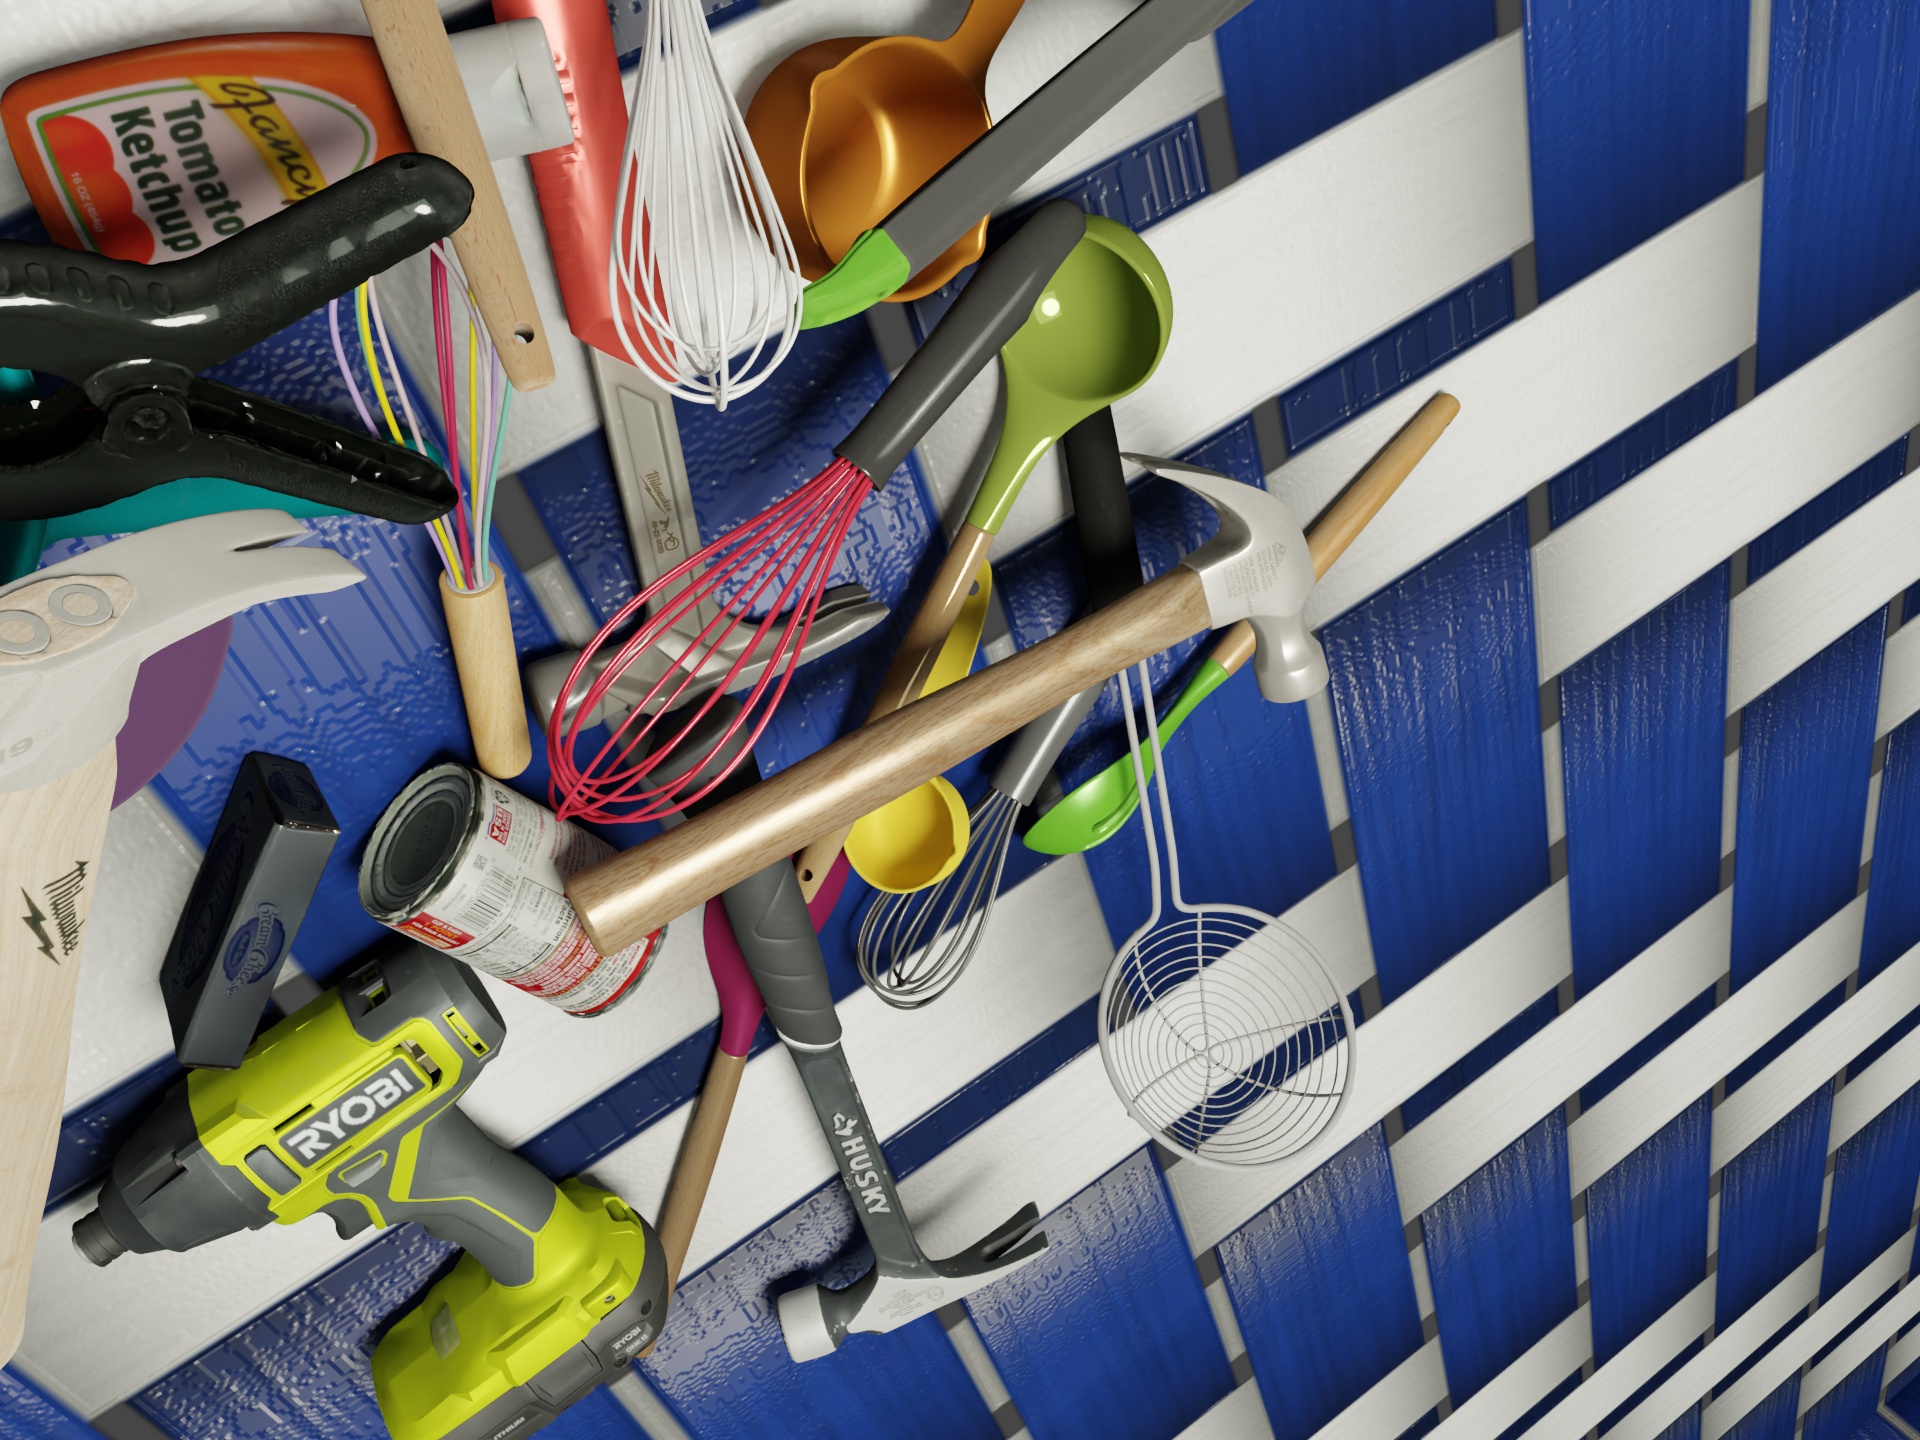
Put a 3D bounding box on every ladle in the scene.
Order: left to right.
[{"bbox_3d":[-0.006,-0.057,0.666,0.320,0.078,0.062,-63,171,14],"label":"ladle"}]

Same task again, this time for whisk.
[{"bbox_3d":[-0.166,-0.067,0.540,0.051,0.047,0.244,-2,138,-8],"label":"whisk"},{"bbox_3d":[-0.086,-0.216,0.477,0.058,0.059,0.246,-6,92,-12],"label":"whisk"},{"bbox_3d":[-0.050,-0.076,0.582,0.296,0.073,0.073,-51,132,-4],"label":"whisk"},{"bbox_3d":[0.022,0.032,0.756,0.055,0.055,0.239,28,94,-41],"label":"whisk"}]

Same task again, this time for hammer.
[{"bbox_3d":[-0.291,0.105,0.501,0.146,0.038,0.410,-43,170,-51],"label":"hammer"},{"bbox_3d":[-0.114,-0.164,0.551,0.149,0.037,0.358,-22,127,-22],"label":"hammer"},{"bbox_3d":[-0.060,0.156,0.738,0.149,0.036,0.408,-17,127,-4],"label":"hammer"},{"bbox_3d":[-0.001,-0.002,0.632,0.331,0.031,0.130,-28,118,-14],"label":"hammer"}]

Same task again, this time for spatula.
[{"bbox_3d":[-0.338,0.080,0.495,0.316,0.018,0.059,-58,134,-19],"label":"spatula"},{"bbox_3d":[-0.166,-0.242,0.418,0.082,0.044,0.317,-22,99,-24],"label":"spatula"}]

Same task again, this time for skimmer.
[{"bbox_3d":[0.100,0.028,0.714,0.127,0.090,0.363,-19,110,-17],"label":"skimmer"}]

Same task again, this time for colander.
[{"bbox_3d":[0.072,-0.285,0.530,0.397,0.204,0.094,-42,100,-9],"label":"colander"}]

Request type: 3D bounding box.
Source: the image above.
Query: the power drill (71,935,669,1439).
[{"bbox_3d":[-0.236,0.214,0.671,0.171,0.080,0.223,-35,127,-13],"label":"power drill"}]

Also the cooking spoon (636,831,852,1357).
[{"bbox_3d":[-0.116,0.179,0.766,0.068,0.017,0.318,6,112,-36],"label":"cooking spoon"}]

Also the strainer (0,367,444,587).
[{"bbox_3d":[-0.315,-0.081,0.443,0.340,0.095,0.211,-15,137,-49],"label":"strainer"}]

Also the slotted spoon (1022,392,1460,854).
[{"bbox_3d":[0.146,-0.046,0.795,0.314,0.031,0.070,-48,163,-4],"label":"slotted spoon"}]

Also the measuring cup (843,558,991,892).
[{"bbox_3d":[-0.009,0.002,0.720,0.029,0.062,0.156,5,103,-68],"label":"measuring cup"}]

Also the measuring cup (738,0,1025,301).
[{"bbox_3d":[-0.016,-0.234,0.569,0.095,0.052,0.173,33,82,-46],"label":"measuring cup"}]
